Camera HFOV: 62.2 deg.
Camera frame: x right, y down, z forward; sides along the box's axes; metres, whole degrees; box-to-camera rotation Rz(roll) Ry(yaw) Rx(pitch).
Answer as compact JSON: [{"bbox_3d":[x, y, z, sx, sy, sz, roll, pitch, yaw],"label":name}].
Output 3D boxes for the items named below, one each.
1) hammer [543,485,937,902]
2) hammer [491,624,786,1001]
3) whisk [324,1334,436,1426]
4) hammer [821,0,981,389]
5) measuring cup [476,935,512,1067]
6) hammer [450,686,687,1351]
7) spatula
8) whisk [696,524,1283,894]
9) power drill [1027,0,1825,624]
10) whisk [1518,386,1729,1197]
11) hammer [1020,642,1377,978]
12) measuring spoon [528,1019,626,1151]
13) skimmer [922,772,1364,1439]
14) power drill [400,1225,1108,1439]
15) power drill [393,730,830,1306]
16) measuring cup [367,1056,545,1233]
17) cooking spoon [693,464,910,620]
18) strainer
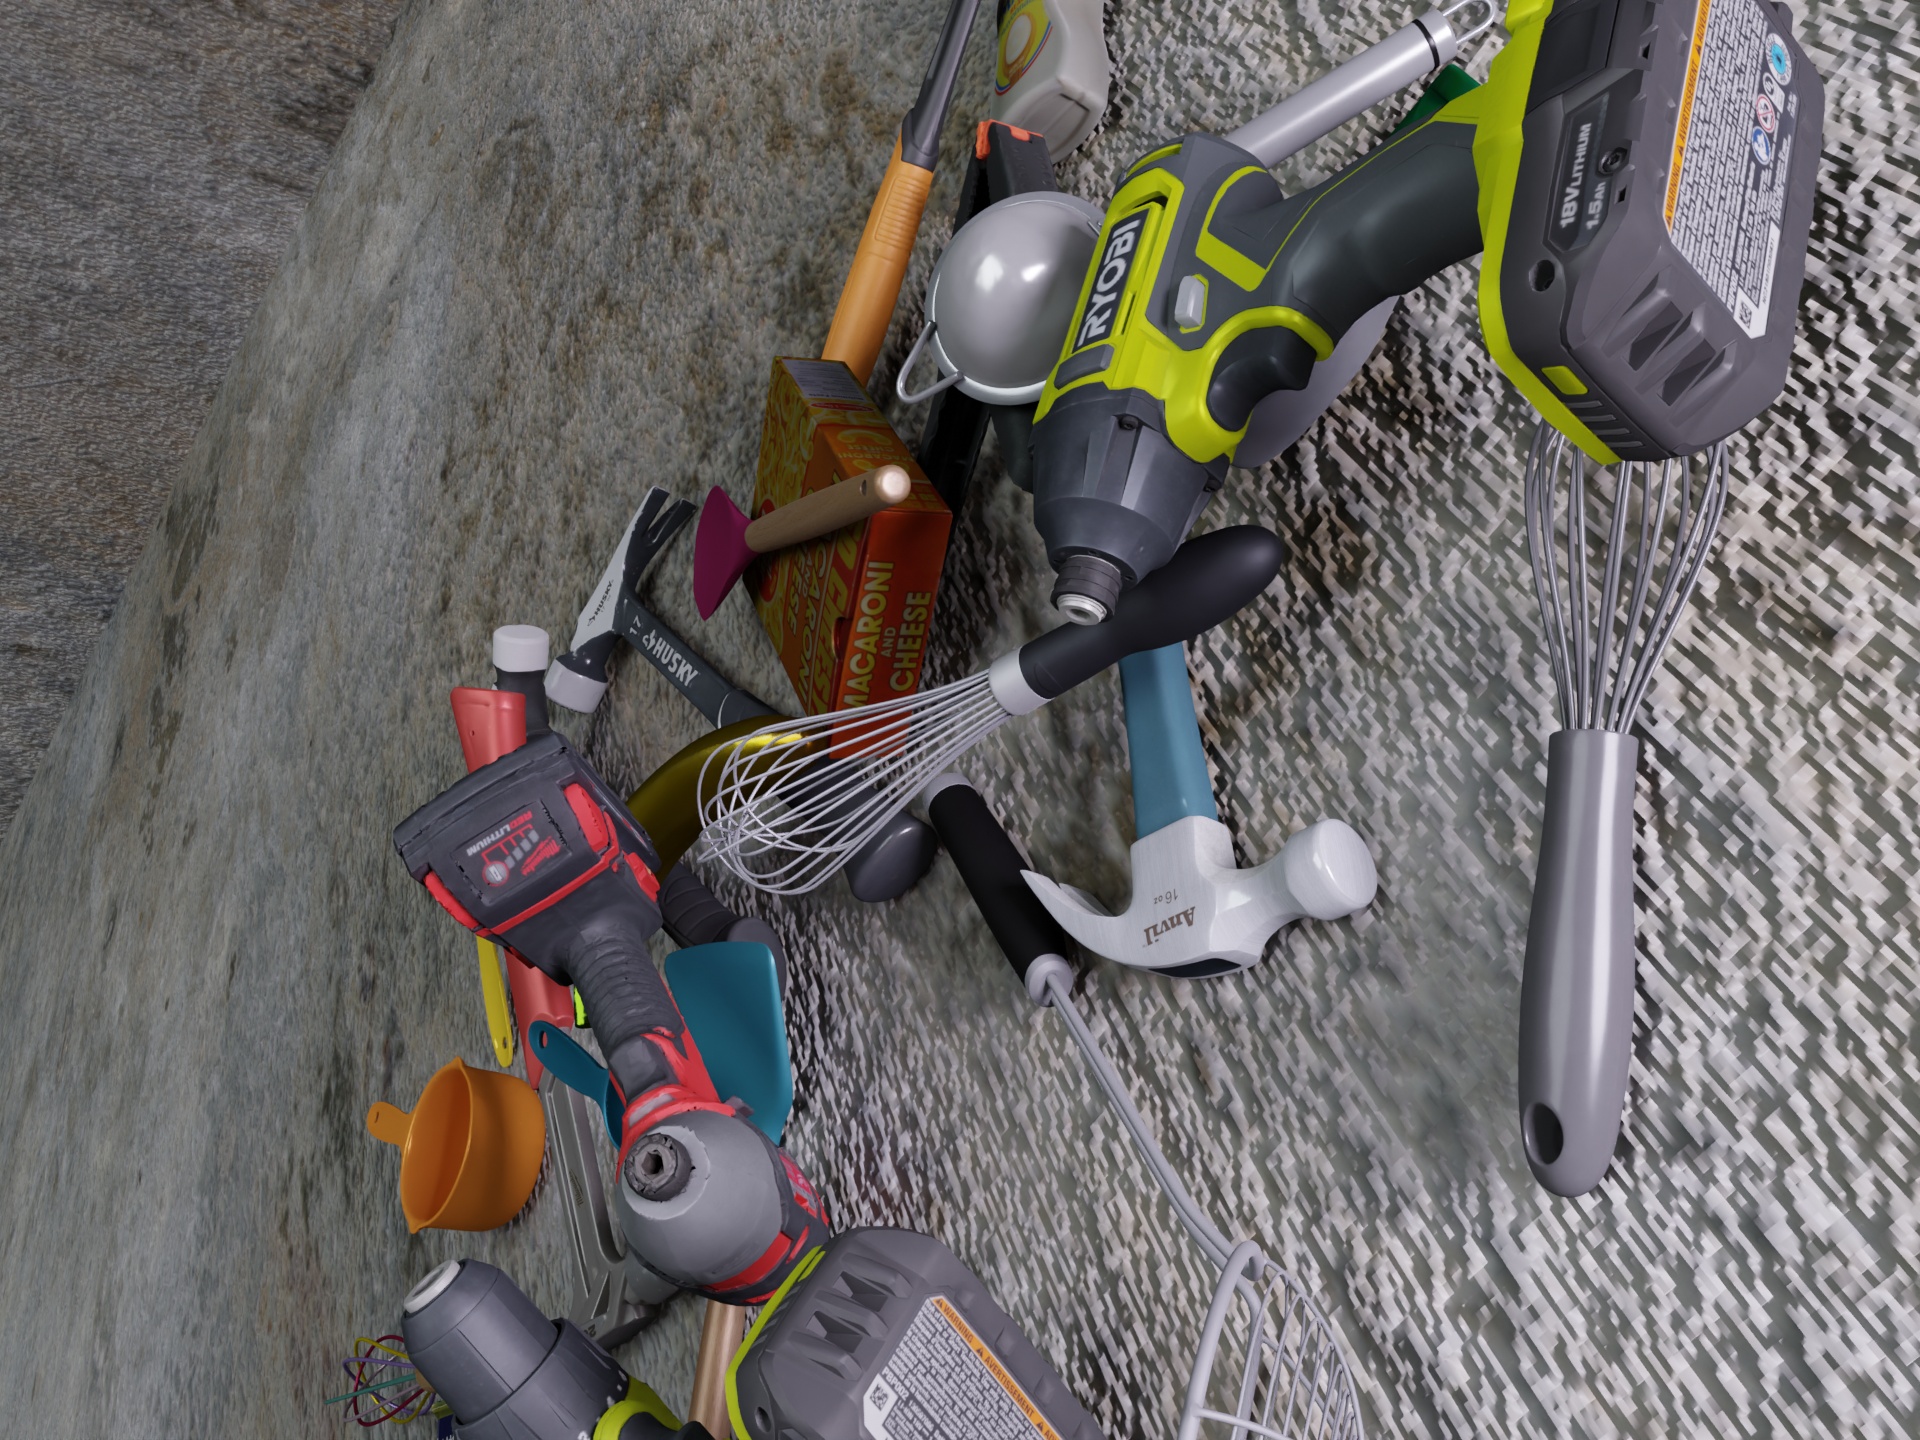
[{"bbox_3d":[-0.121,-0.012,0.831,0.409,0.036,0.149,35,100,53],"label":"hammer"},{"bbox_3d":[-0.185,0.068,0.851,0.335,0.035,0.146,32,120,48],"label":"hammer"},{"bbox_3d":[-0.281,0.336,0.823,0.245,0.051,0.047,-36,53,49],"label":"whisk"},{"bbox_3d":[-0.031,-0.270,0.804,0.337,0.034,0.127,-70,23,14],"label":"hammer"},{"bbox_3d":[-0.280,0.138,0.981,0.062,0.029,0.157,-38,58,38],"label":"measuring cup"},{"bbox_3d":[-0.222,0.142,0.824,0.149,0.036,0.359,-39,58,34],"label":"hammer"},{"bbox_3d":[-0.110,0.255,0.675,0.082,0.044,0.318,-13,64,44],"label":"spatula"},{"bbox_3d":[0.000,-0.001,0.594,0.284,0.070,0.070,-28,52,34],"label":"whisk"},{"bbox_3d":[0.113,-0.117,0.459,0.223,0.080,0.171,-9,57,52],"label":"power drill"},{"bbox_3d":[0.174,0.007,0.430,0.055,0.055,0.239,-4,74,52],"label":"whisk"},{"bbox_3d":[0.069,-0.058,0.607,0.128,0.033,0.331,-33,49,38],"label":"hammer"},{"bbox_3d":[-0.165,0.162,0.735,0.129,0.021,0.042,14,95,51],"label":"measuring spoon"},{"bbox_3d":[0.025,0.133,0.519,0.364,0.090,0.127,-122,21,-52],"label":"skimmer"},{"bbox_3d":[-0.078,0.242,0.525,0.228,0.190,0.080,-30,11,39],"label":"power drill"},{"bbox_3d":[-0.131,0.119,0.619,0.078,0.143,0.220,-32,63,-6],"label":"power drill"},{"bbox_3d":[-0.293,0.241,0.916,0.174,0.052,0.095,-7,68,53],"label":"measuring cup"},{"bbox_3d":[-0.083,-0.085,0.715,0.319,0.017,0.069,-179,93,-68],"label":"cooking spoon"},{"bbox_3d":[0.079,-0.197,0.590,0.258,0.050,0.087,-29,70,10],"label":"strainer"}]
